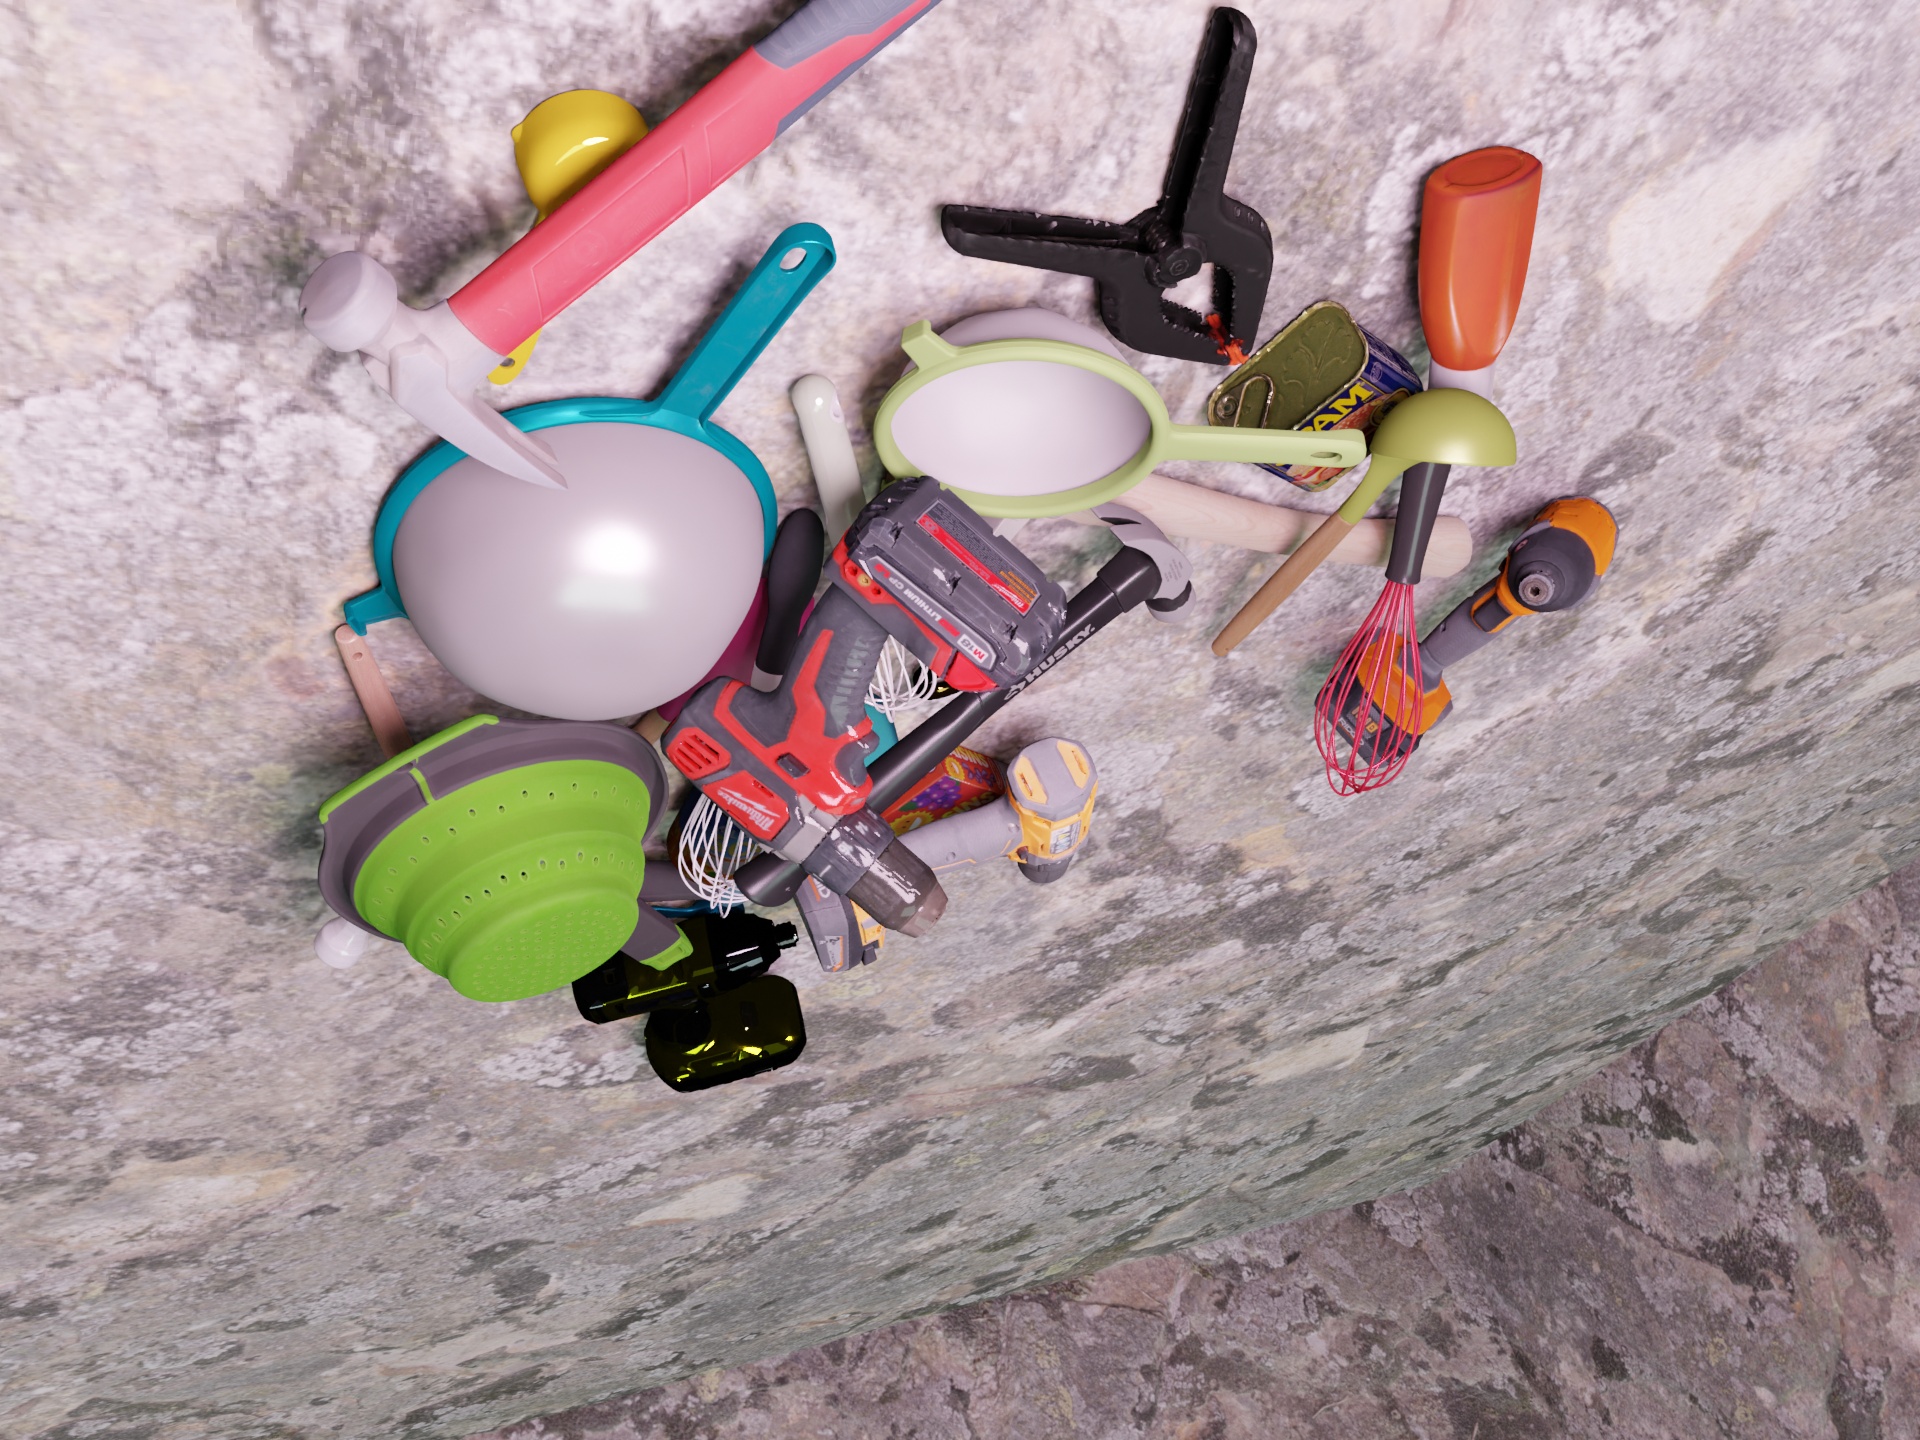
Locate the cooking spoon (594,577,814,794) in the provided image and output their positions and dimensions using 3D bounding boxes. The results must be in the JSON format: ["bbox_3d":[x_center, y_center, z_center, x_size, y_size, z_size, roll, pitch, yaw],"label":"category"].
[{"bbox_3d":[-0.204,0.009,1.021,0.068,0.017,0.319,22,129,-39],"label":"cooking spoon"}]

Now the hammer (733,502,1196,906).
[{"bbox_3d":[-0.002,-0.003,0.956,0.335,0.035,0.146,-40,155,2],"label":"hammer"}]

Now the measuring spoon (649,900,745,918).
[{"bbox_3d":[-0.229,0.139,1.221,0.128,0.021,0.042,5,152,-23],"label":"measuring spoon"}]

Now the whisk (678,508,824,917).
[{"bbox_3d":[-0.121,0.000,0.964,0.070,0.070,0.284,-2,124,-30],"label":"whisk"}]

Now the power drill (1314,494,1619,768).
[{"bbox_3d":[0.368,-0.064,1.154,0.226,0.084,0.164,-45,174,34],"label":"power drill"}]

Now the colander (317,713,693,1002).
[{"bbox_3d":[-0.236,0.127,0.989,0.204,0.095,0.396,-30,155,-1],"label":"colander"}]

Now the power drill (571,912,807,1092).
[{"bbox_3d":[-0.202,0.224,1.292,0.171,0.080,0.223,-14,152,-3],"label":"power drill"}]

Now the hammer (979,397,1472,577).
[{"bbox_3d":[0.187,-0.122,1.041,0.410,0.038,0.146,3,143,-37],"label":"hammer"}]

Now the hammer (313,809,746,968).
[{"bbox_3d":[-0.262,0.111,1.086,0.128,0.033,0.330,-49,150,23],"label":"hammer"}]

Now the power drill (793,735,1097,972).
[{"bbox_3d":[-0.009,0.103,1.159,0.226,0.084,0.185,-22,156,-9],"label":"power drill"}]

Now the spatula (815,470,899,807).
[{"bbox_3d":[-0.054,-0.052,0.992,0.082,0.044,0.317,-9,146,-18],"label":"spatula"}]

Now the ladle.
[{"bbox_3d":[0.232,-0.104,0.990,0.078,0.062,0.320,-1,157,-19],"label":"ladle"}]

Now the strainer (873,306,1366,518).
[{"bbox_3d":[0.083,-0.168,0.826,0.256,0.069,0.151,2,156,-6],"label":"strainer"}]

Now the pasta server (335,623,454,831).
[{"bbox_3d":[-0.332,0.046,0.980,0.060,0.040,0.316,-28,152,-20],"label":"pasta server"}]

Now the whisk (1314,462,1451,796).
[{"bbox_3d":[0.291,-0.077,1.065,0.073,0.073,0.295,-7,119,-24],"label":"whisk"}]

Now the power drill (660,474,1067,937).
[{"bbox_3d":[-0.039,0.003,0.859,0.226,0.188,0.080,-47,-177,31],"label":"power drill"}]

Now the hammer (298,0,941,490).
[{"bbox_3d":[-0.072,-0.241,0.639,0.386,0.038,0.143,-35,148,10],"label":"hammer"}]

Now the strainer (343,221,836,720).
[{"bbox_3d":[-0.153,-0.096,0.789,0.210,0.095,0.340,10,142,-39],"label":"strainer"}]

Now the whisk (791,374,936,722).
[{"bbox_3d":[-0.058,-0.089,0.895,0.059,0.058,0.246,-1,137,11],"label":"whisk"}]

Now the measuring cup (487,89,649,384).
[{"bbox_3d":[-0.177,-0.198,0.691,0.062,0.029,0.156,2,140,-35],"label":"measuring cup"}]
